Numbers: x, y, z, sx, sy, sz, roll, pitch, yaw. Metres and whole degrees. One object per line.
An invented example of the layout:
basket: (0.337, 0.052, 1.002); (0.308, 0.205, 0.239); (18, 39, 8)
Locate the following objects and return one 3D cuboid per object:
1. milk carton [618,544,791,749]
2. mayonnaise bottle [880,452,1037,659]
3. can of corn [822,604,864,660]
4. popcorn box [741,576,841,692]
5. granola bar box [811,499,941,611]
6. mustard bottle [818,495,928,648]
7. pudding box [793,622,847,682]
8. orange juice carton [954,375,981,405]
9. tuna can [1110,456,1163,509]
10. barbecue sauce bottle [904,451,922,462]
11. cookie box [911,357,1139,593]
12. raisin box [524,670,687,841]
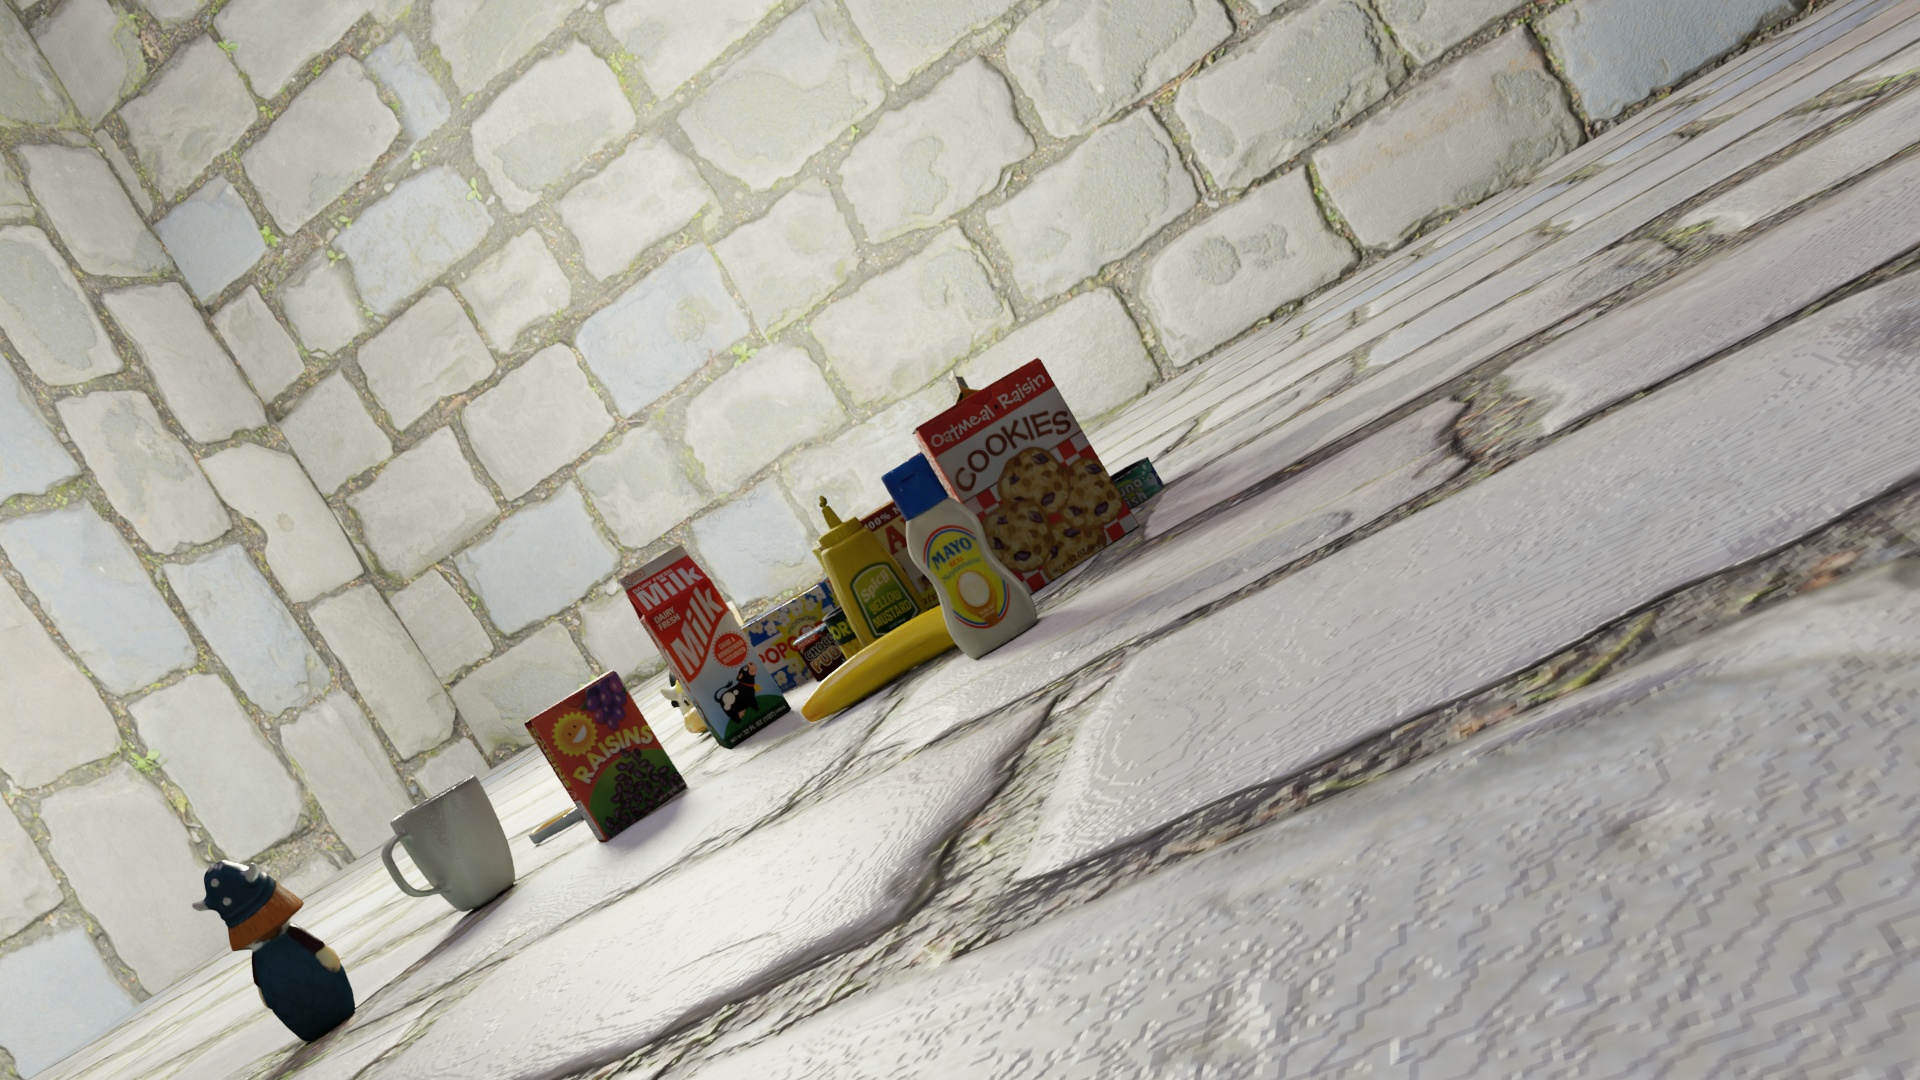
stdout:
milk carton: (-0.247, 0.101, 1.334); (0.072, 0.190, 0.073); (-32, 4, -18)
mayonnaise bottle: (-0.005, 0.009, 1.002); (0.065, 0.148, 0.041); (-31, 4, 3)
can of corn: (-0.093, 0.085, 1.347); (0.071, 0.058, 0.071); (-31, 4, 2)
popcorn box: (-0.167, 0.102, 1.486); (0.126, 0.085, 0.038); (-29, 4, 27)
granola bar box: (-0.035, 0.016, 1.291); (0.166, 0.124, 0.039); (-32, 4, -22)
mustard bottle: (-0.084, 0.031, 1.210); (0.065, 0.160, 0.048); (-32, 4, -15)
pudding box: (-0.121, 0.101, 1.412); (0.083, 0.049, 0.030); (-30, 4, 9)
orange juice carton: (0.047, -0.077, 1.344); (0.073, 0.192, 0.072); (-30, 4, 9)
tuna can: (0.160, -0.050, 1.335); (0.071, 0.033, 0.071); (-31, 4, 2)
barbecue sauce bottle: (0.004, -0.015, 1.221); (0.044, 0.148, 0.064); (-34, 5, -38)
cookie box: (0.054, -0.051, 1.166); (0.123, 0.167, 0.040); (-32, 4, -12)
raisin box: (-0.309, 0.187, 1.211); (0.086, 0.123, 0.040); (-33, 4, -29)
